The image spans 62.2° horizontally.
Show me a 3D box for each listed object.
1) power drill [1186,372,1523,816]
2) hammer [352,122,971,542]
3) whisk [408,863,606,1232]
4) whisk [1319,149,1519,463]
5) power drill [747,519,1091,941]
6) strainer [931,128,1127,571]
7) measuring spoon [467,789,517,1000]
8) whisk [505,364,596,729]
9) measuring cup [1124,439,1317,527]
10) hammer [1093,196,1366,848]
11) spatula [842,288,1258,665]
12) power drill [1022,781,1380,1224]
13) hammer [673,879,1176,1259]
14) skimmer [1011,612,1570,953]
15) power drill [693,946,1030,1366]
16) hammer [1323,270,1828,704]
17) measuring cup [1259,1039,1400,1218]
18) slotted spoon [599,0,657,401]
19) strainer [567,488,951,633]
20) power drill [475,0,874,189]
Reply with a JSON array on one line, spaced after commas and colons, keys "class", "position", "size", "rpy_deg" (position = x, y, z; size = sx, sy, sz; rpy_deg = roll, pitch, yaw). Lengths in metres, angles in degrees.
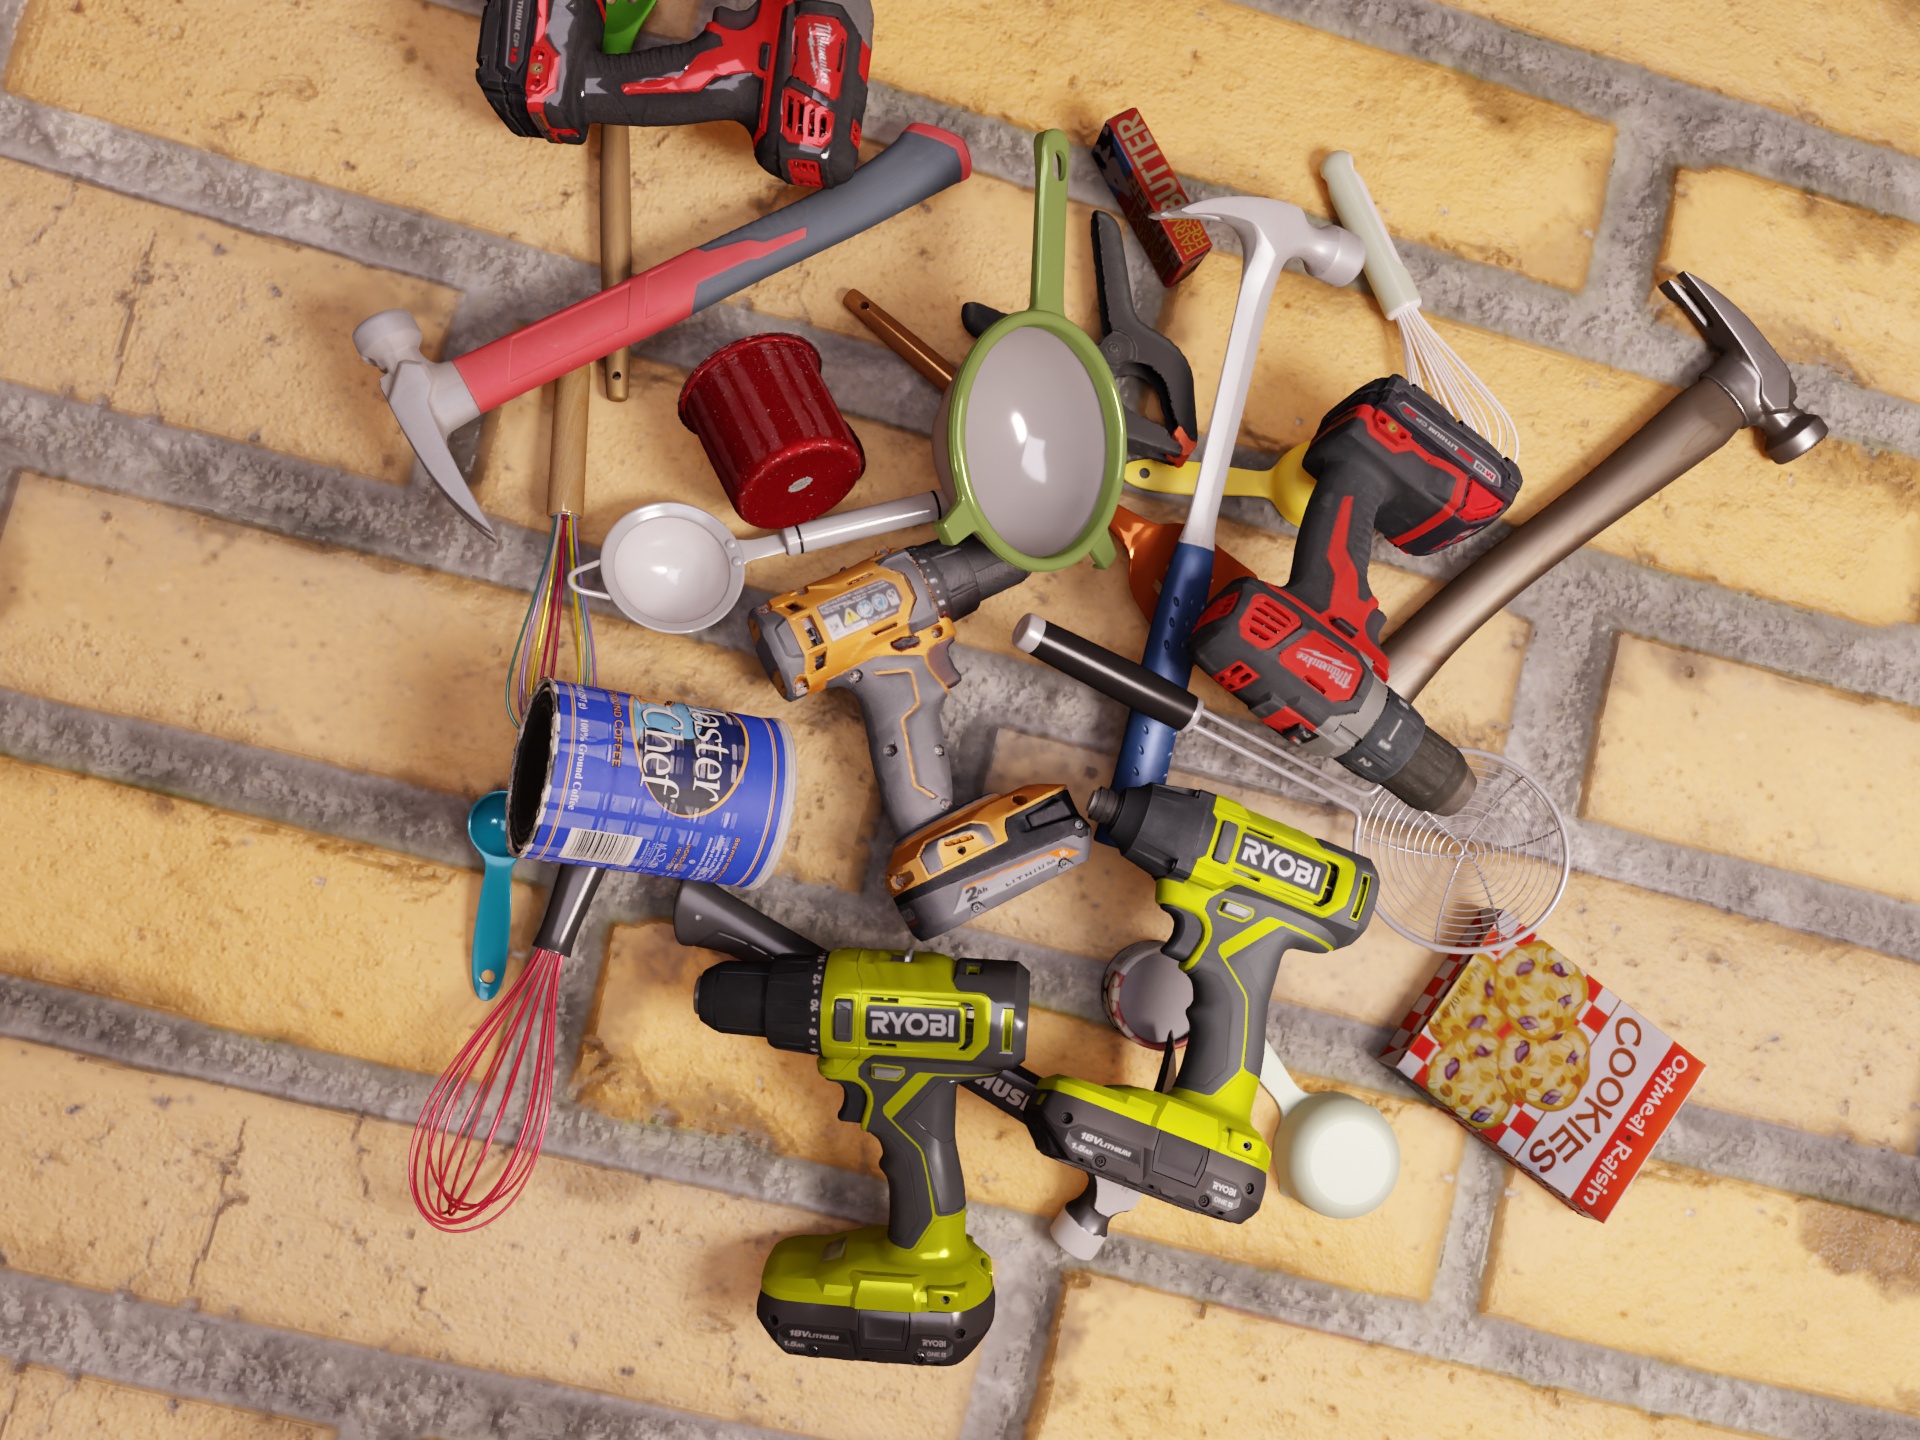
[{"class": "power drill", "position": [0.252, -0.070, 0.940], "size": [0.188, 0.080, 0.227], "rpy_deg": [35, 64, -9]}, {"class": "hammer", "position": [-0.155, -0.253, 0.964], "size": [0.386, 0.038, 0.143], "rpy_deg": [-29, 89, -13]}, {"class": "whisk", "position": [-0.249, 0.154, 0.937], "size": [0.073, 0.073, 0.296], "rpy_deg": [20, 78, -5]}, {"class": "whisk", "position": [0.293, -0.261, 1.034], "size": [0.059, 0.058, 0.246], "rpy_deg": [-25, 85, 22]}, {"class": "power drill", "position": [-0.002, -0.003, 0.966], "size": [0.185, 0.084, 0.226], "rpy_deg": [-25, 85, -15]}, {"class": "strainer", "position": [0.030, -0.215, 0.940], "size": [0.151, 0.069, 0.256], "rpy_deg": [2, 90, -46]}, {"class": "measuring spoon", "position": [-0.278, 0.104, 0.959], "size": [0.042, 0.021, 0.128], "rpy_deg": [7, 95, -6]}, {"class": "whisk", "position": [-0.244, -0.102, 0.963], "size": [0.051, 0.047, 0.245], "rpy_deg": [4, 81, -19]}, {"class": "measuring cup", "position": [0.182, -0.156, 1.021], "size": [0.156, 0.029, 0.062], "rpy_deg": [3, 86, -6]}, {"class": "hammer", "position": [0.142, -0.119, 0.977], "size": [0.144, 0.035, 0.405], "rpy_deg": [11, 94, -29]}, {"class": "spatula", "position": [0.051, -0.163, 1.011], "size": [0.322, 0.041, 0.081], "rpy_deg": [41, 84, 1]}, {"class": "power drill", "position": [0.126, 0.153, 0.901], "size": [0.171, 0.080, 0.223], "rpy_deg": [22, 74, -4]}, {"class": "hammer", "position": [-0.025, 0.183, 0.960], "size": [0.335, 0.035, 0.146], "rpy_deg": [31, 101, -1]}, {"class": "skimmer", "position": [0.197, 0.027, 0.945], "size": [0.363, 0.090, 0.127], "rpy_deg": [26, 94, -19]}, {"class": "power drill", "position": [-0.059, 0.242, 0.917], "size": [0.190, 0.080, 0.228], "rpy_deg": [3, 97, 4]}, {"class": "hammer", "position": [0.374, -0.123, 1.039], "size": [0.410, 0.038, 0.146], "rpy_deg": [-38, 90, -7]}, {"class": "measuring cup", "position": [0.211, 0.237, 0.993], "size": [0.083, 0.038, 0.167], "rpy_deg": [-37, 93, -8]}, {"class": "slotted spoon", "position": [-0.217, -0.354, 0.989], "size": [0.070, 0.031, 0.314], "rpy_deg": [-1, 88, -6]}, {"class": "strainer", "position": [-0.111, -0.107, 0.978], "size": [0.258, 0.050, 0.087], "rpy_deg": [-15, 76, -13]}, {"class": "power drill", "position": [-0.161, -0.401, 0.937], "size": [0.219, 0.078, 0.143], "rpy_deg": [8, 90, 0]}]
